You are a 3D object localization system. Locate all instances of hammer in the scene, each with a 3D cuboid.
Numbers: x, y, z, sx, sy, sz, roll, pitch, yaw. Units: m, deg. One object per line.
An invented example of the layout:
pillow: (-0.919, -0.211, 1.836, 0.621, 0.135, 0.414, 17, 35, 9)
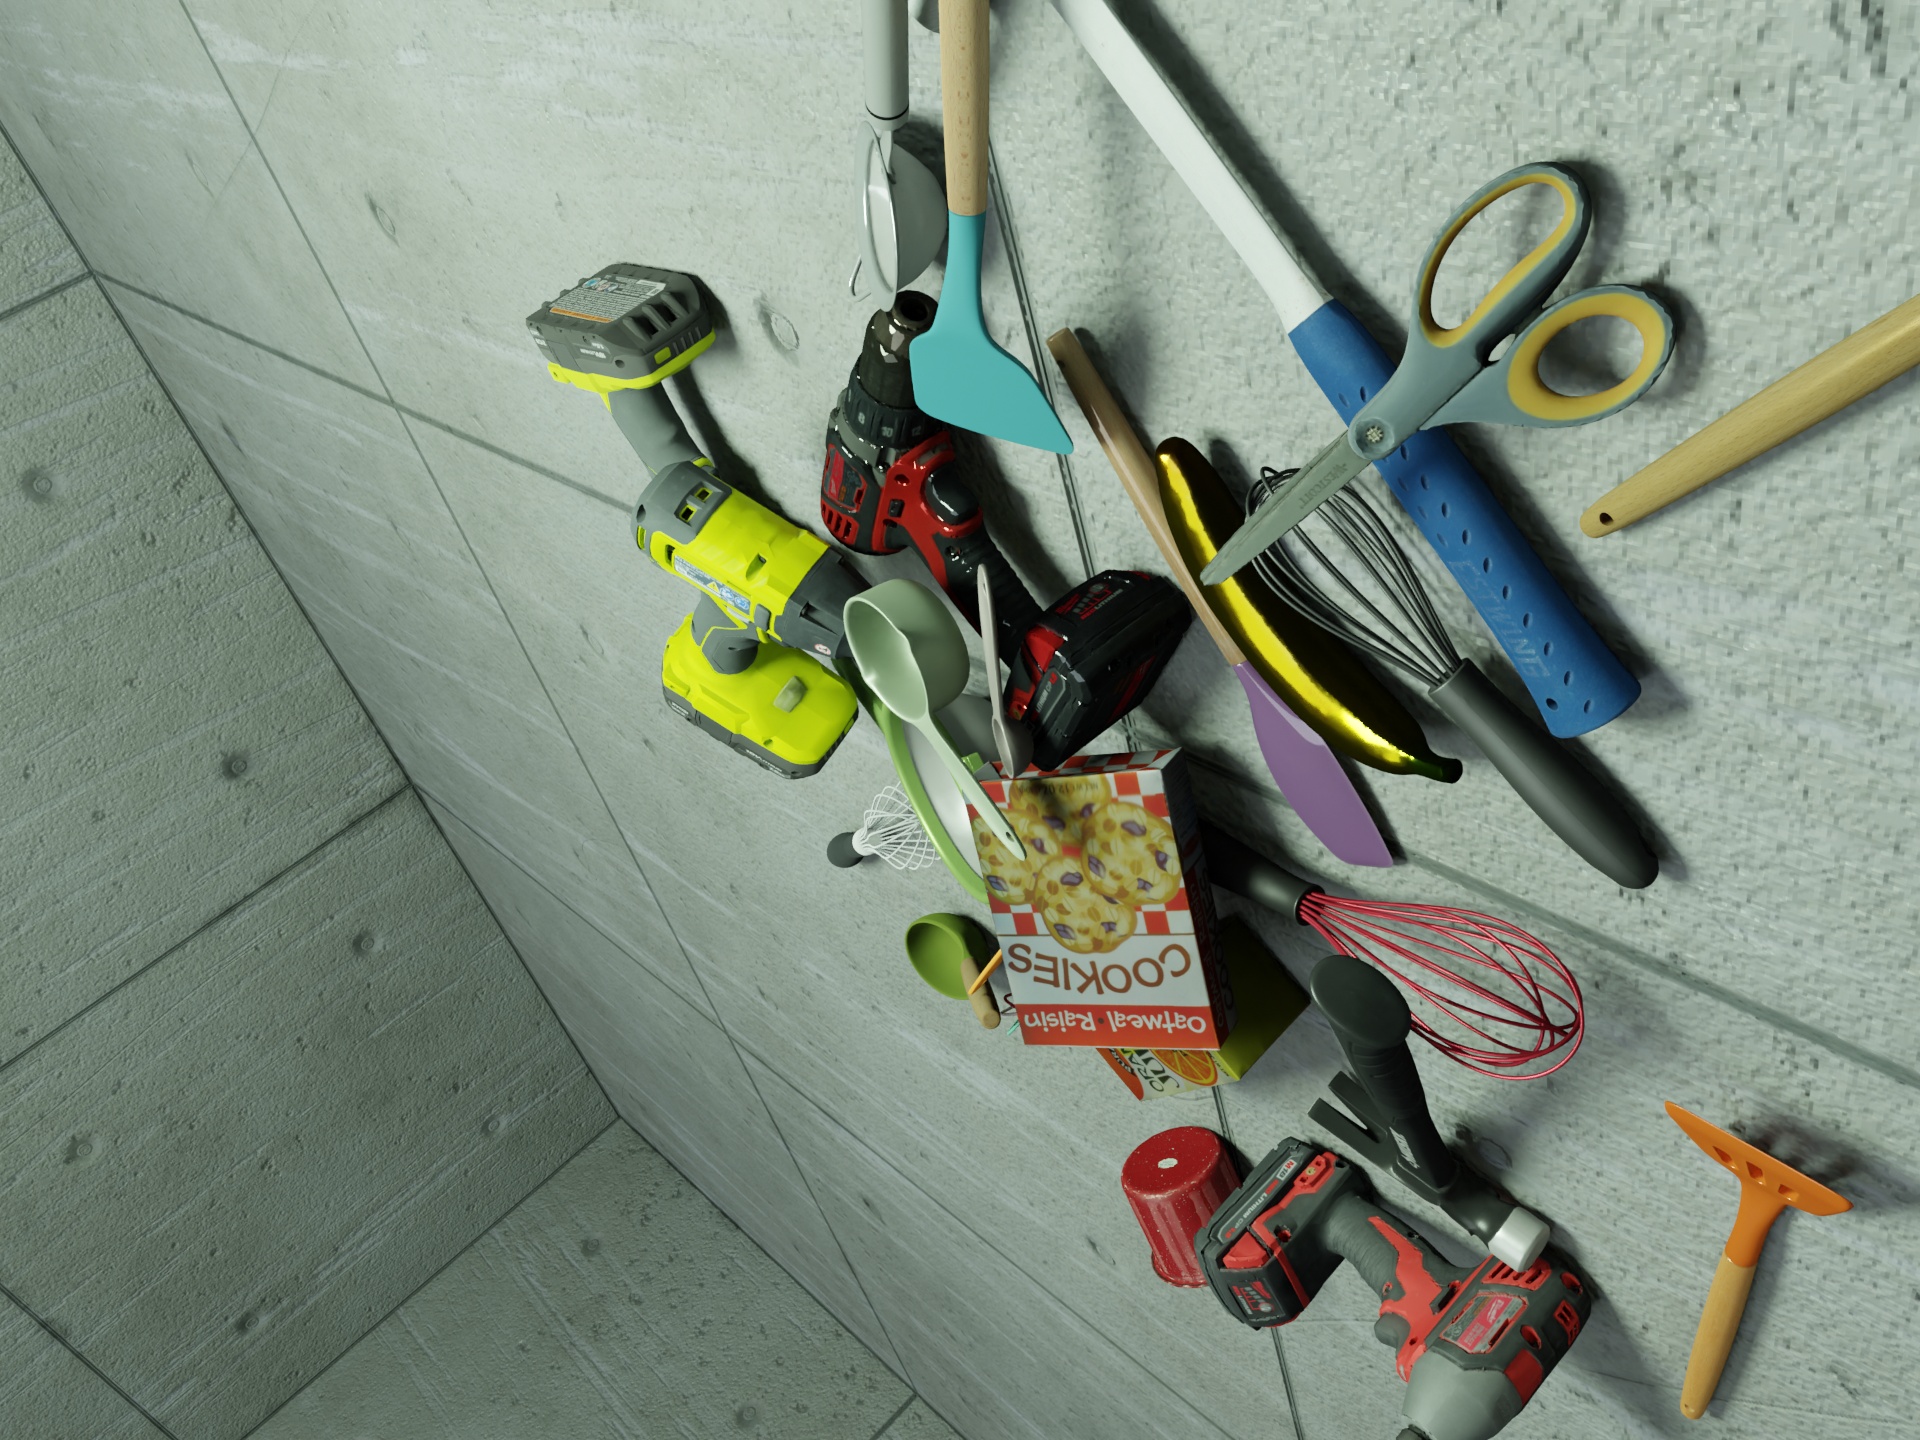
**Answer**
hammer: (0.223, 0.195, 0.823, 0.146, 0.035, 0.334, 34, 168, 35)
hammer: (0.129, -0.165, 0.605, 0.405, 0.035, 0.144, 53, 155, -3)

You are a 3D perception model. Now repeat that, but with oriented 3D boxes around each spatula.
spatula: (0.006, -0.235, 0.638, 0.082, 0.044, 0.317, 20, 138, 20)
spatula: (0.126, -0.052, 0.783, 0.315, 0.018, 0.060, 57, 157, -16)
spatula: (0.379, 0.282, 0.789, 0.081, 0.041, 0.322, 29, 148, 37)

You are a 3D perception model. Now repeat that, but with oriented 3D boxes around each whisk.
whisk: (0.055, 0.203, 1.136, 0.047, 0.051, 0.245, 31, 174, 6)
whisk: (0.197, 0.103, 0.830, 0.296, 0.073, 0.073, 27, 146, 51)
whisk: (-0.065, 0.090, 1.256, 0.070, 0.070, 0.284, 52, 160, -3)
whisk: (0.206, -0.017, 0.667, 0.239, 0.055, 0.055, 46, 155, 1)

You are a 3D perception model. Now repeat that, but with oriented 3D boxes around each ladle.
ladle: (0.276, -0.116, 0.441, 0.069, 0.031, 0.315, 50, 157, 2)
ladle: (-0.001, 0.191, 1.155, 0.078, 0.062, 0.320, 54, 178, -3)

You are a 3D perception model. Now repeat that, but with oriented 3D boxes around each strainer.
strainer: (-0.011, 0.010, 1.061, 0.257, 0.069, 0.151, 50, 160, 47)
strainer: (-0.029, -0.259, 0.687, 0.258, 0.050, 0.087, 95, 162, -73)

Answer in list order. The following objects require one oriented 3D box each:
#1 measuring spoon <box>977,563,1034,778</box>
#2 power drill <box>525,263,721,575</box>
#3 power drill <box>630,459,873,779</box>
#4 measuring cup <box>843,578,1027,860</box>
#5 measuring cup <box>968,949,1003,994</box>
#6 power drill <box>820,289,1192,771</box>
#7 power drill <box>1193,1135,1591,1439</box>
measuring spoon: (0.024, -0.025, 0.812, 0.034, 0.018, 0.124, -119, 17, -56)
power drill: (-0.177, -0.176, 1.054, 0.191, 0.080, 0.228, 23, 146, 45)
power drill: (-0.120, -0.052, 1.000, 0.171, 0.080, 0.223, 32, 156, 6)
measuring cup: (-0.001, -0.003, 0.853, 0.167, 0.038, 0.083, 56, 157, 2)
measuring cup: (0.068, 0.131, 0.988, 0.052, 0.095, 0.173, 43, 119, 10)
power drill: (0.014, -0.102, 0.840, 0.227, 0.080, 0.187, 48, 155, 14)
power drill: (0.255, 0.355, 0.974, 0.220, 0.143, 0.078, 14, 139, 55)
